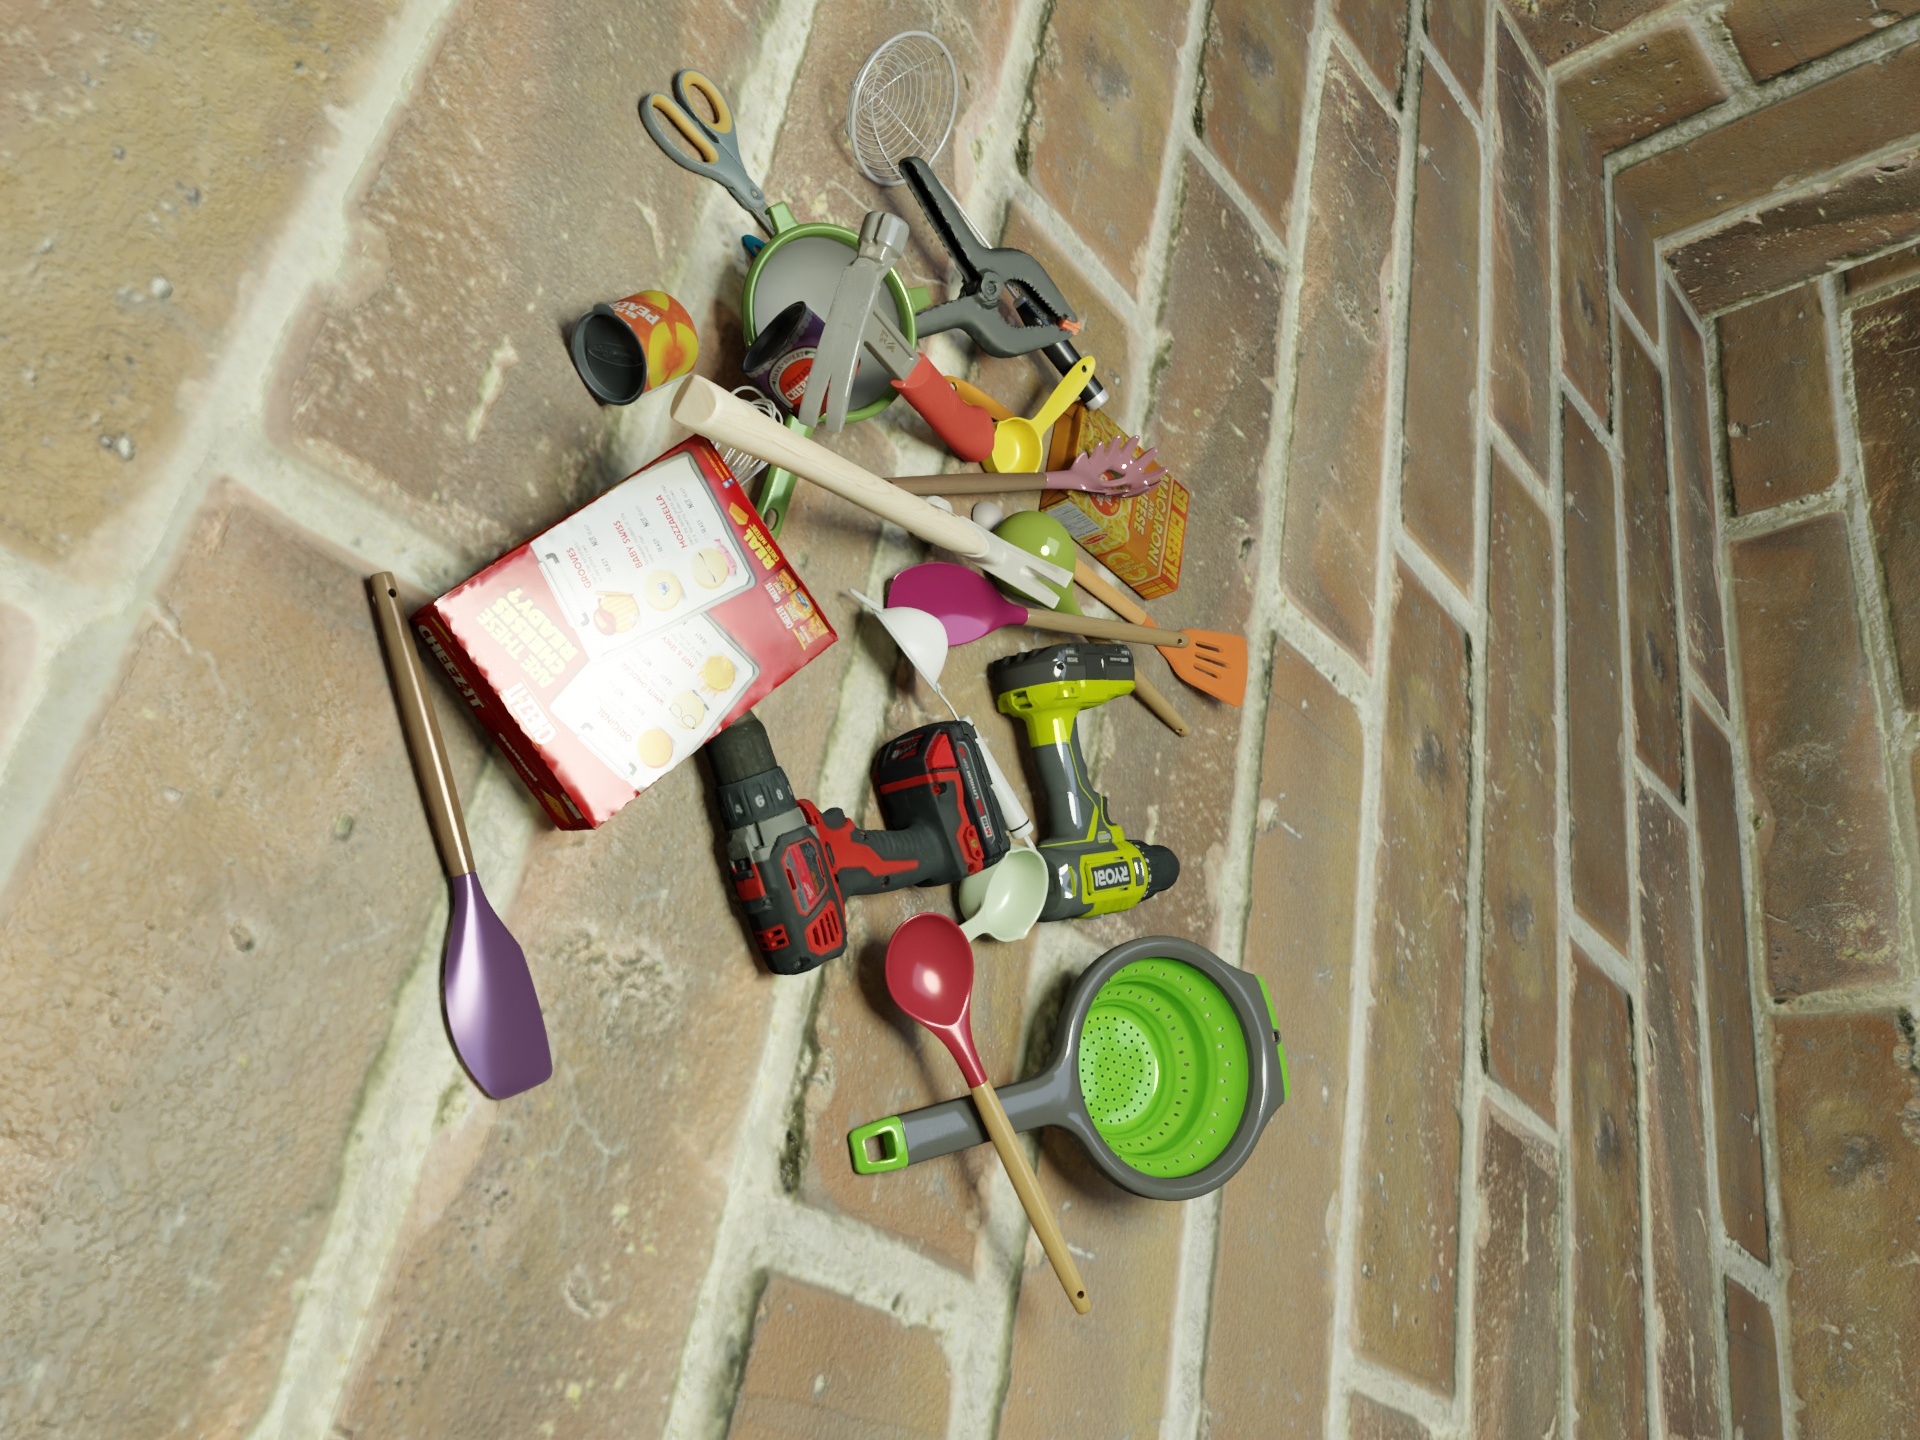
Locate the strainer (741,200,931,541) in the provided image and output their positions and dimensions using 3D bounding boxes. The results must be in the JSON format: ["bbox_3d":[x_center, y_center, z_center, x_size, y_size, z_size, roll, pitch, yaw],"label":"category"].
[{"bbox_3d":[-0.127,-0.249,1.213,0.151,0.069,0.256,23,79,-32],"label":"strainer"}]

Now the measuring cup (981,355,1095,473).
[{"bbox_3d":[0.070,-0.274,1.428,0.156,0.029,0.062,-52,121,-24],"label":"measuring cup"}]

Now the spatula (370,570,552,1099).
[{"bbox_3d":[-0.300,0.066,0.931,0.059,0.018,0.316,-14,89,-49],"label":"spatula"}]

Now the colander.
[{"bbox_3d":[0.076,0.289,1.244,0.397,0.094,0.204,-7,81,-31],"label":"colander"}]

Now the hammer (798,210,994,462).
[{"bbox_3d":[-0.032,-0.246,1.208,0.359,0.037,0.149,23,84,-76],"label":"hammer"}]

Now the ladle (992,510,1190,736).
[{"bbox_3d":[0.129,-0.078,1.445,0.319,0.078,0.062,41,39,-42],"label":"ladle"}]

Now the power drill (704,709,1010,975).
[{"bbox_3d":[-0.080,0.061,1.142,0.226,0.080,0.188,-20,92,-47],"label":"power drill"}]

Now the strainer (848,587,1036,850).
[{"bbox_3d":[-0.002,-0.004,1.247,0.258,0.050,0.087,60,1,-12],"label":"strainer"}]

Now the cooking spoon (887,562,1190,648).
[{"bbox_3d":[0.073,-0.085,1.353,0.318,0.017,0.068,6,101,-34],"label":"cooking spoon"}]

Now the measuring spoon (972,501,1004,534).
[{"bbox_3d":[0.054,-0.147,1.407,0.124,0.018,0.034,46,47,-29],"label":"measuring spoon"}]

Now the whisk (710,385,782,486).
[{"bbox_3d":[-0.190,-0.135,1.091,0.246,0.058,0.059,-63,143,-28],"label":"whisk"}]

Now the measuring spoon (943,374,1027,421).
[{"bbox_3d":[0.024,-0.280,1.427,0.116,0.011,0.021,23,62,-38],"label":"measuring spoon"}]

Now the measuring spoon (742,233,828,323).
[{"bbox_3d":[-0.129,-0.338,1.272,0.128,0.021,0.042,40,50,-21],"label":"measuring spoon"}]

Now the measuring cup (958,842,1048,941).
[{"bbox_3d":[0.001,0.153,1.230,0.167,0.038,0.083,-32,124,-35],"label":"measuring cup"}]

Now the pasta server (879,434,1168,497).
[{"bbox_3d":[0.054,-0.211,1.375,0.316,0.040,0.060,-9,65,-38],"label":"pasta server"}]

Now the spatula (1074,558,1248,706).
[{"bbox_3d":[0.163,-0.110,1.501,0.322,0.041,0.081,32,56,-37],"label":"spatula"}]

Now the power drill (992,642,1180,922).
[{"bbox_3d":[0.112,0.054,1.362,0.190,0.080,0.228,-2,81,-49],"label":"power drill"}]

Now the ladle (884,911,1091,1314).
[{"bbox_3d":[0.025,0.284,1.143,0.069,0.031,0.315,-25,92,-21],"label":"ladle"}]

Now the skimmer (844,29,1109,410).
[{"bbox_3d":[0.031,-0.427,1.399,0.127,0.090,0.363,-46,108,-18],"label":"skimmer"}]

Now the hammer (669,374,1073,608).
[{"bbox_3d":[-0.058,-0.158,1.118,0.038,0.146,0.410,-62,153,7],"label":"hammer"}]
